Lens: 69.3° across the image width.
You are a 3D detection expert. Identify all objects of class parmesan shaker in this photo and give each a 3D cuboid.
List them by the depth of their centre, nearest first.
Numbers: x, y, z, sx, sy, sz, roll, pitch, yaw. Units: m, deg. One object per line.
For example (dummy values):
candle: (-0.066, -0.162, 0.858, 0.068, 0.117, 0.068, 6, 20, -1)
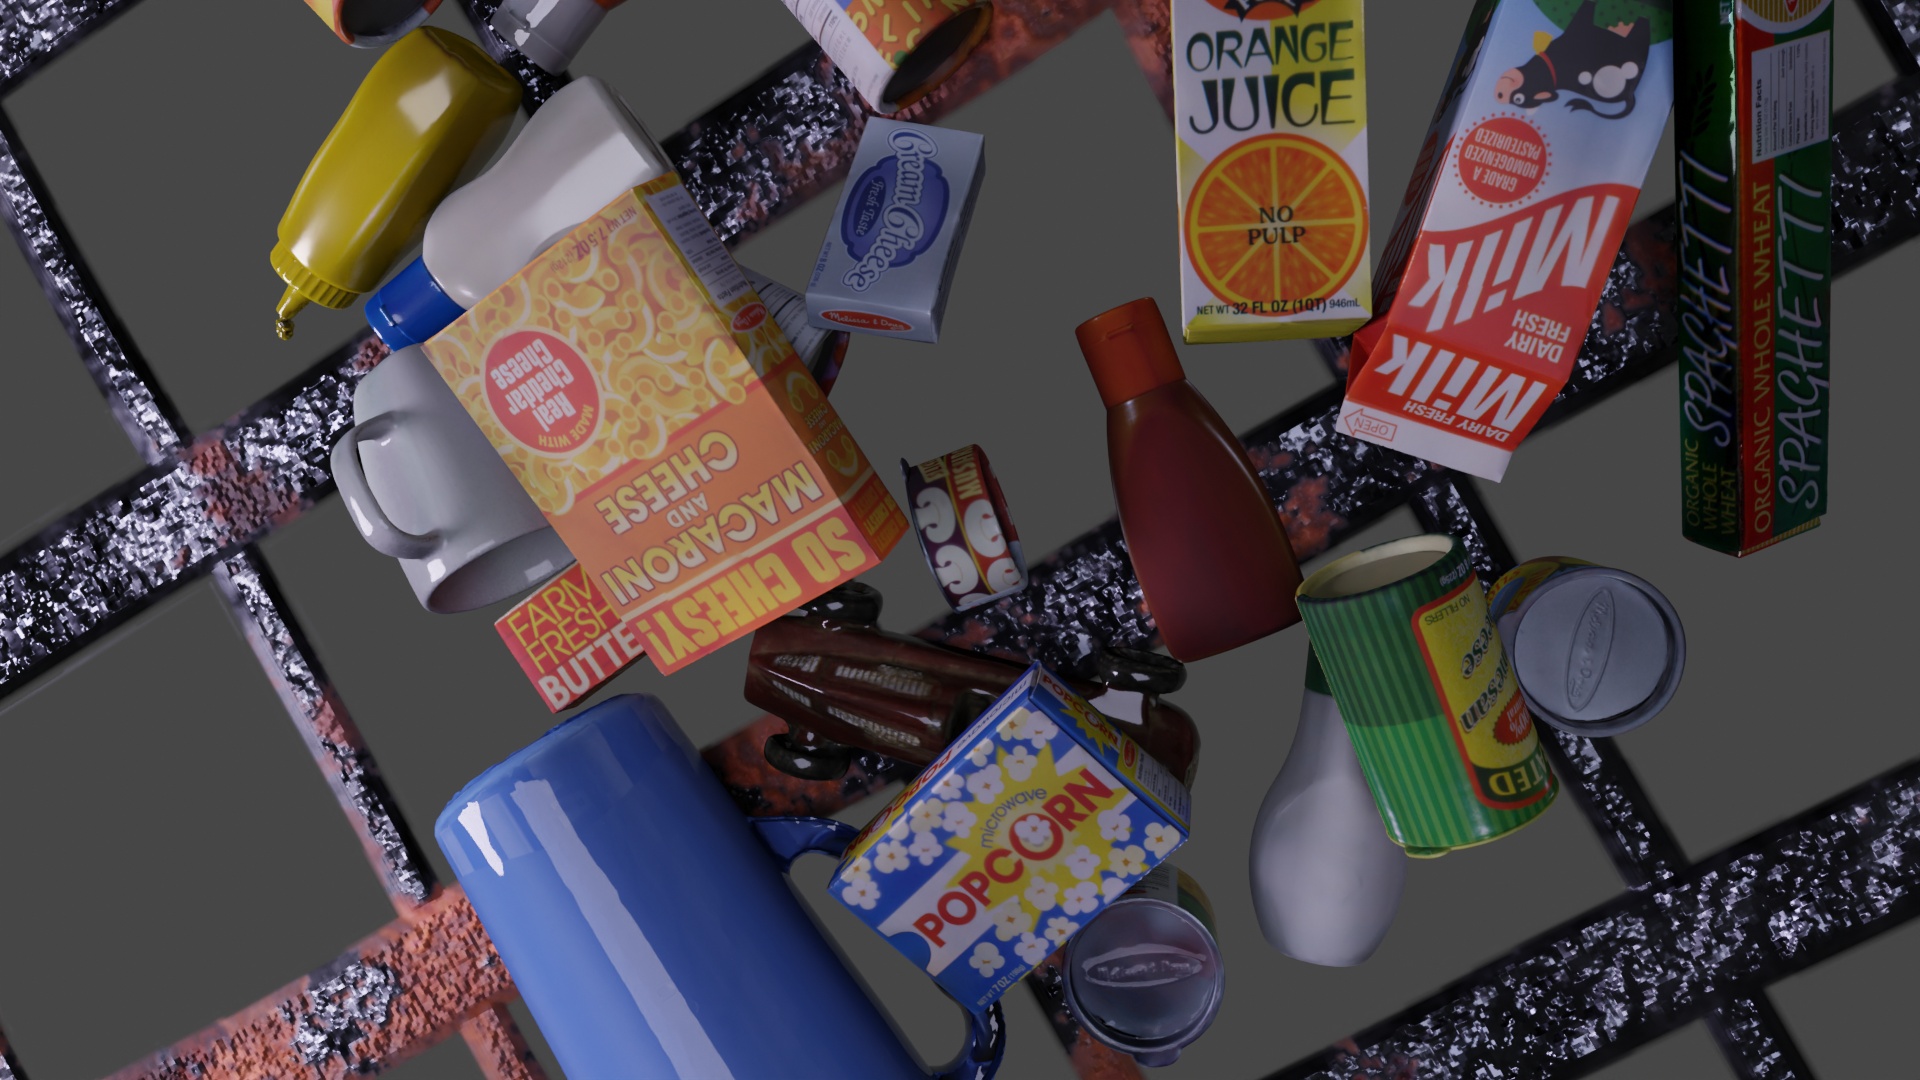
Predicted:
parmesan shaker: (0.174, 0.057, 0.525, 0.071, 0.071, 0.103, -22, 98, 9)

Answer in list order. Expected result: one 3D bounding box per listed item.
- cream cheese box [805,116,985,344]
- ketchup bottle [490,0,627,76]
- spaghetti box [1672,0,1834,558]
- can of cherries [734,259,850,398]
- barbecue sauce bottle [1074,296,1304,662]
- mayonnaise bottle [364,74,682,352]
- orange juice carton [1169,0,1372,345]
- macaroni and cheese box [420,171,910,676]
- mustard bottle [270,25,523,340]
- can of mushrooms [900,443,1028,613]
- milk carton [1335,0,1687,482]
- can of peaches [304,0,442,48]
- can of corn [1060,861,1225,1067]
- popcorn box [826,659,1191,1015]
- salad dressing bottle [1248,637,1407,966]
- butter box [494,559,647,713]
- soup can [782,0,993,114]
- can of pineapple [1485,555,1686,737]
cream cheese box: (-0.025, -0.129, 0.576, 0.053, 0.024, 0.104, 10, 59, 6)
ketchup bottle: (-0.144, -0.271, 0.600, 0.065, 0.043, 0.148, 42, 98, 4)
spaghetti box: (0.293, -0.116, 0.513, 0.050, 0.029, 0.249, -19, 111, -19)
can of cherries: (-0.087, -0.078, 0.596, 0.058, 0.071, 0.071, 26, 97, 4)
barbecue sauce bottle: (0.092, -0.027, 0.584, 0.065, 0.044, 0.148, -22, 90, 10)
mayonnaise bottle: (-0.198, -0.137, 0.618, 0.148, 0.041, 0.065, -36, 87, 10)
orange juice carton: (0.121, -0.178, 0.555, 0.072, 0.073, 0.192, -2, 93, 8)
macaroni and cheese box: (-0.116, -0.042, 0.557, 0.123, 0.040, 0.166, -27, 104, 26)
mustard bottle: (-0.261, -0.152, 0.615, 0.049, 0.065, 0.160, 43, 102, -1)
can of mushrooms: (0.002, -0.007, 0.585, 0.033, 0.071, 0.071, -20, 91, 8)
milk carton: (0.212, -0.123, 0.545, 0.072, 0.073, 0.190, 18, 96, 4)
can of peaches: (-0.264, -0.260, 0.604, 0.071, 0.071, 0.058, -44, 88, 8)
can of corn: (0.078, 0.177, 0.591, 0.071, 0.058, 0.071, 1, 94, 8)
popcorn box: (0.020, 0.121, 0.563, 0.085, 0.038, 0.126, 41, 110, -7)
salad dressing bottle: (0.159, 0.100, 0.583, 0.064, 0.044, 0.147, 7, 93, 9)
butter box: (-0.155, 0.029, 0.631, 0.103, 0.024, 0.053, -36, 88, 8)
soup can: (-0.035, -0.232, 0.577, 0.071, 0.071, 0.084, -40, 89, 9)
can of pineapple: (0.245, 0.040, 0.559, 0.071, 0.058, 0.071, 1, 94, 8)
